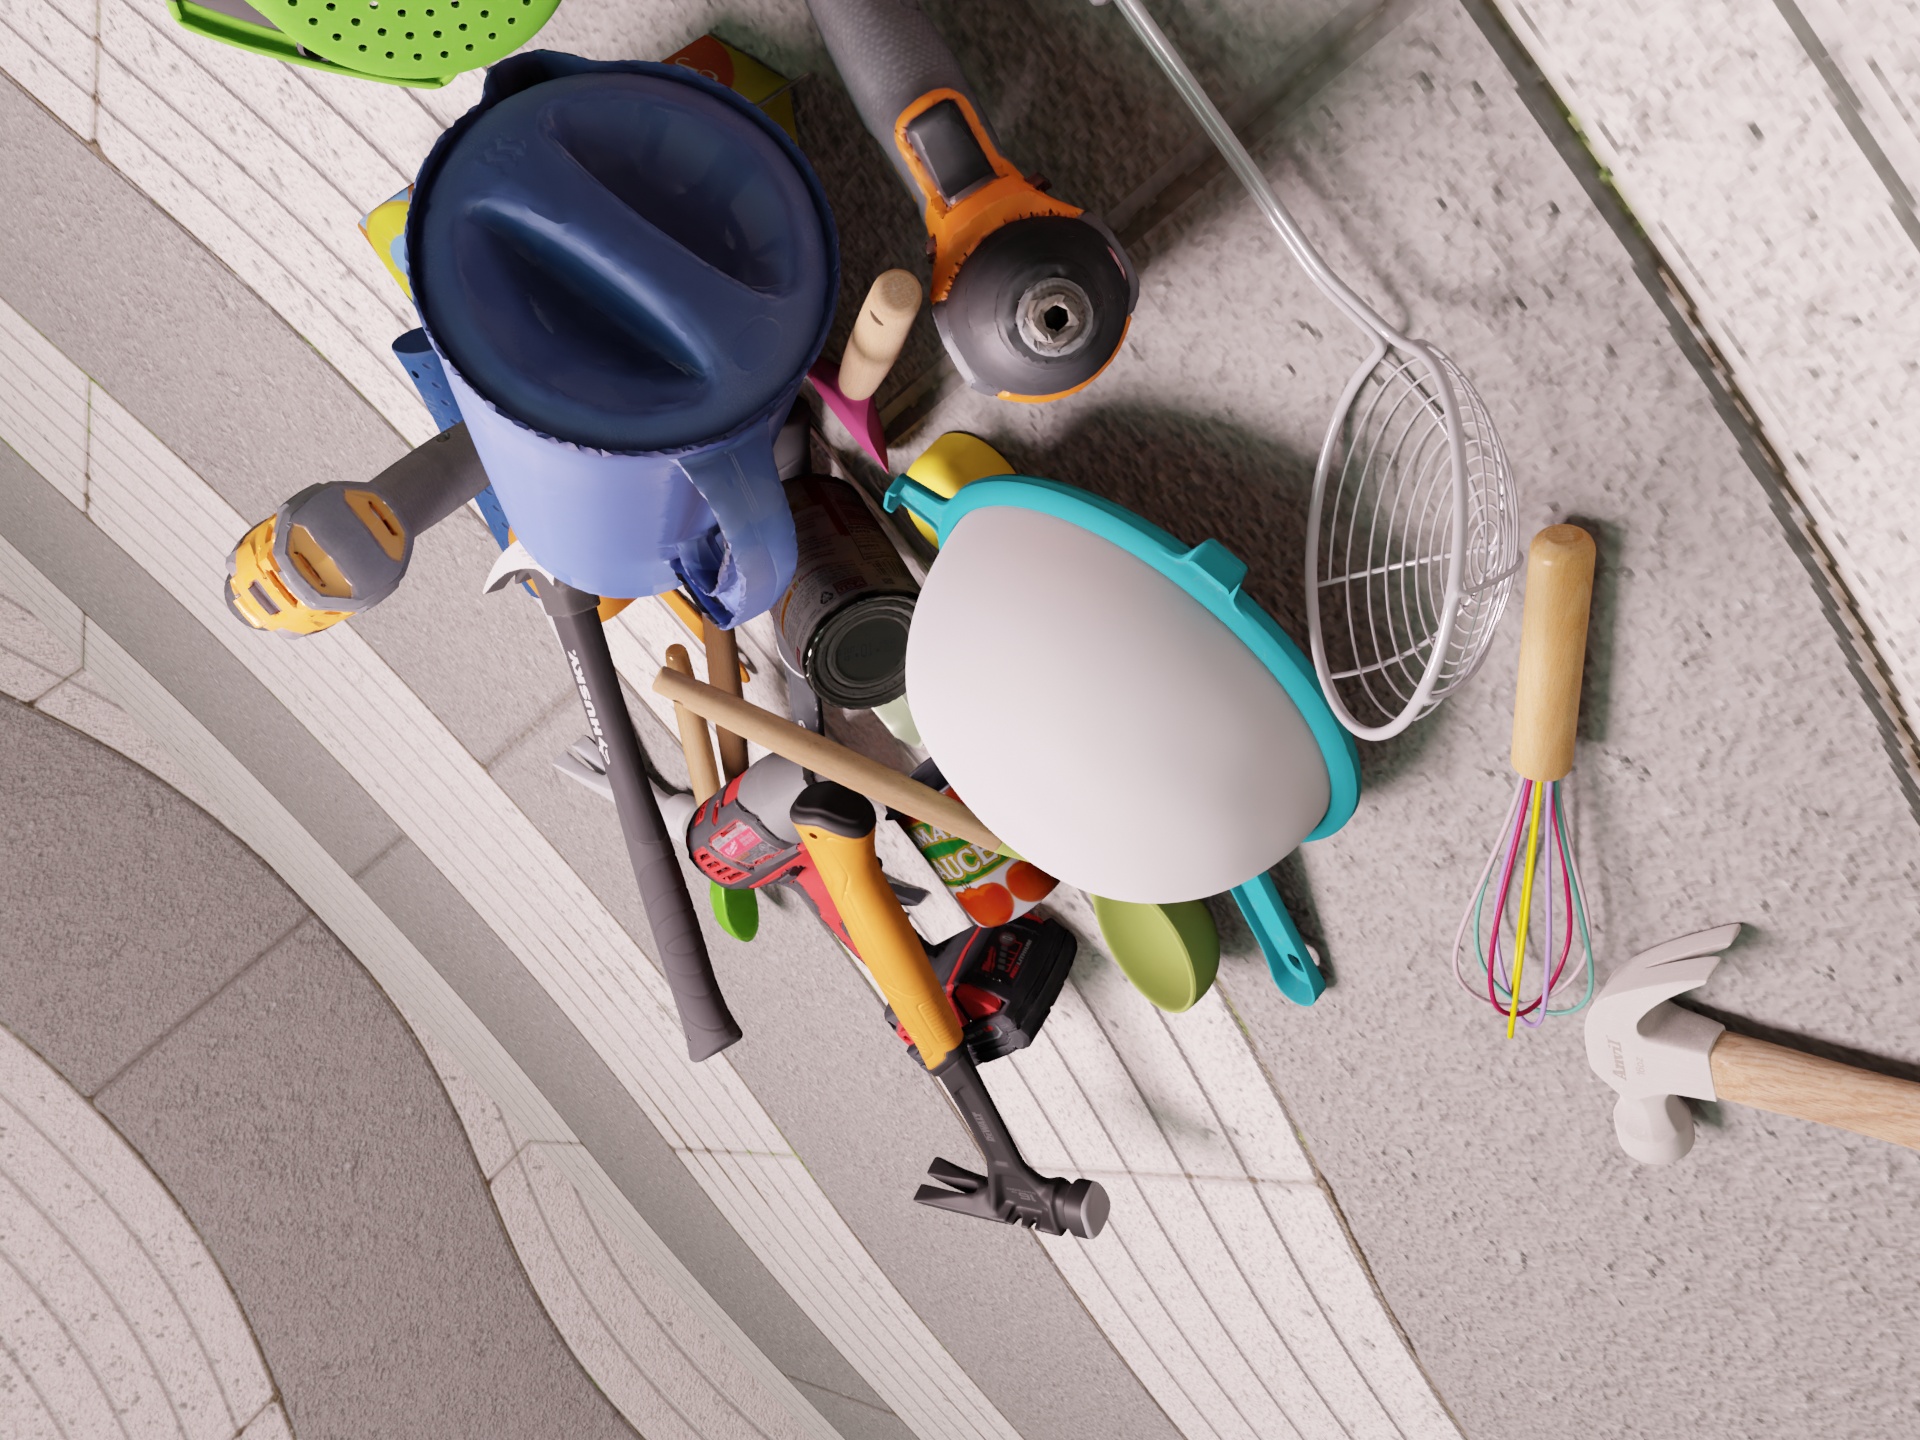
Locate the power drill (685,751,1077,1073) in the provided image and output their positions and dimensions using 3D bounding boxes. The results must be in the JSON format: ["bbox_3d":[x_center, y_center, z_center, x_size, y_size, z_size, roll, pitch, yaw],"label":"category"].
[{"bbox_3d":[-0.046,0.103,0.924,0.219,0.079,0.143,42,140,-12],"label":"power drill"}]

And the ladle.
[{"bbox_3d":[-0.008,0.058,0.782,0.320,0.062,0.078,26,162,-16],"label":"ladle"}]

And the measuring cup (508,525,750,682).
[{"bbox_3d":[-0.205,-0.072,0.972,0.173,0.052,0.095,45,150,4],"label":"measuring cup"}]

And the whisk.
[{"bbox_3d":[0.217,0.035,0.594,0.051,0.047,0.244,30,144,39],"label":"whisk"}]

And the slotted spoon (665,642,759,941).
[{"bbox_3d":[-0.169,0.054,1.073,0.031,0.070,0.313,-3,142,-1],"label":"slotted spoon"}]

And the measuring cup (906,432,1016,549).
[{"bbox_3d":[0.000,-0.065,0.749,0.062,0.029,0.156,30,146,24],"label":"measuring cup"}]

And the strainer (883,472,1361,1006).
[{"bbox_3d":[0.077,0.049,0.689,0.211,0.095,0.340,21,152,47],"label":"strainer"}]

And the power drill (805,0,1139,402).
[{"bbox_3d":[-0.019,-0.201,0.488,0.226,0.084,0.164,58,-173,-18],"label":"power drill"}]

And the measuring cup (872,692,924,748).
[{"bbox_3d":[-0.001,-0.003,0.789,0.168,0.038,0.083,40,161,35],"label":"measuring cup"}]

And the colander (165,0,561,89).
[{"bbox_3d":[-0.148,-0.327,0.464,0.397,0.204,0.095,-48,50,45],"label":"colander"}]

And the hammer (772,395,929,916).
[{"bbox_3d":[-0.087,-0.020,0.910,0.149,0.036,0.408,30,147,22],"label":"hammer"}]

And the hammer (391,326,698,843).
[{"bbox_3d":[-0.283,-0.081,1.076,0.144,0.035,0.405,21,143,34],"label":"hammer"}]

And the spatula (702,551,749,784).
[{"bbox_3d":[-0.140,-0.041,0.872,0.082,0.044,0.317,27,145,18],"label":"spatula"}]

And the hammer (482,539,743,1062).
[{"bbox_3d":[-0.192,0.048,0.928,0.146,0.035,0.334,4,114,52],"label":"hammer"}]

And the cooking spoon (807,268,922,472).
[{"bbox_3d":[-0.036,-0.131,0.596,0.068,0.017,0.319,51,178,-8],"label":"cooking spoon"}]

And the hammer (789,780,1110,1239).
[{"bbox_3d":[-0.022,0.169,0.890,0.127,0.034,0.336,0,128,33],"label":"hammer"}]

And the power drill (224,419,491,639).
[{"bbox_3d":[-0.277,-0.121,0.824,0.185,0.226,0.084,-8,122,54],"label":"power drill"}]

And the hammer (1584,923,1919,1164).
[{"bbox_3d":[0.379,0.148,0.546,0.331,0.031,0.130,10,136,45],"label":"hammer"}]

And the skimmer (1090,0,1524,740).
[{"bbox_3d":[0.060,-0.161,0.496,0.363,0.090,0.127,53,178,-9],"label":"skimmer"}]
